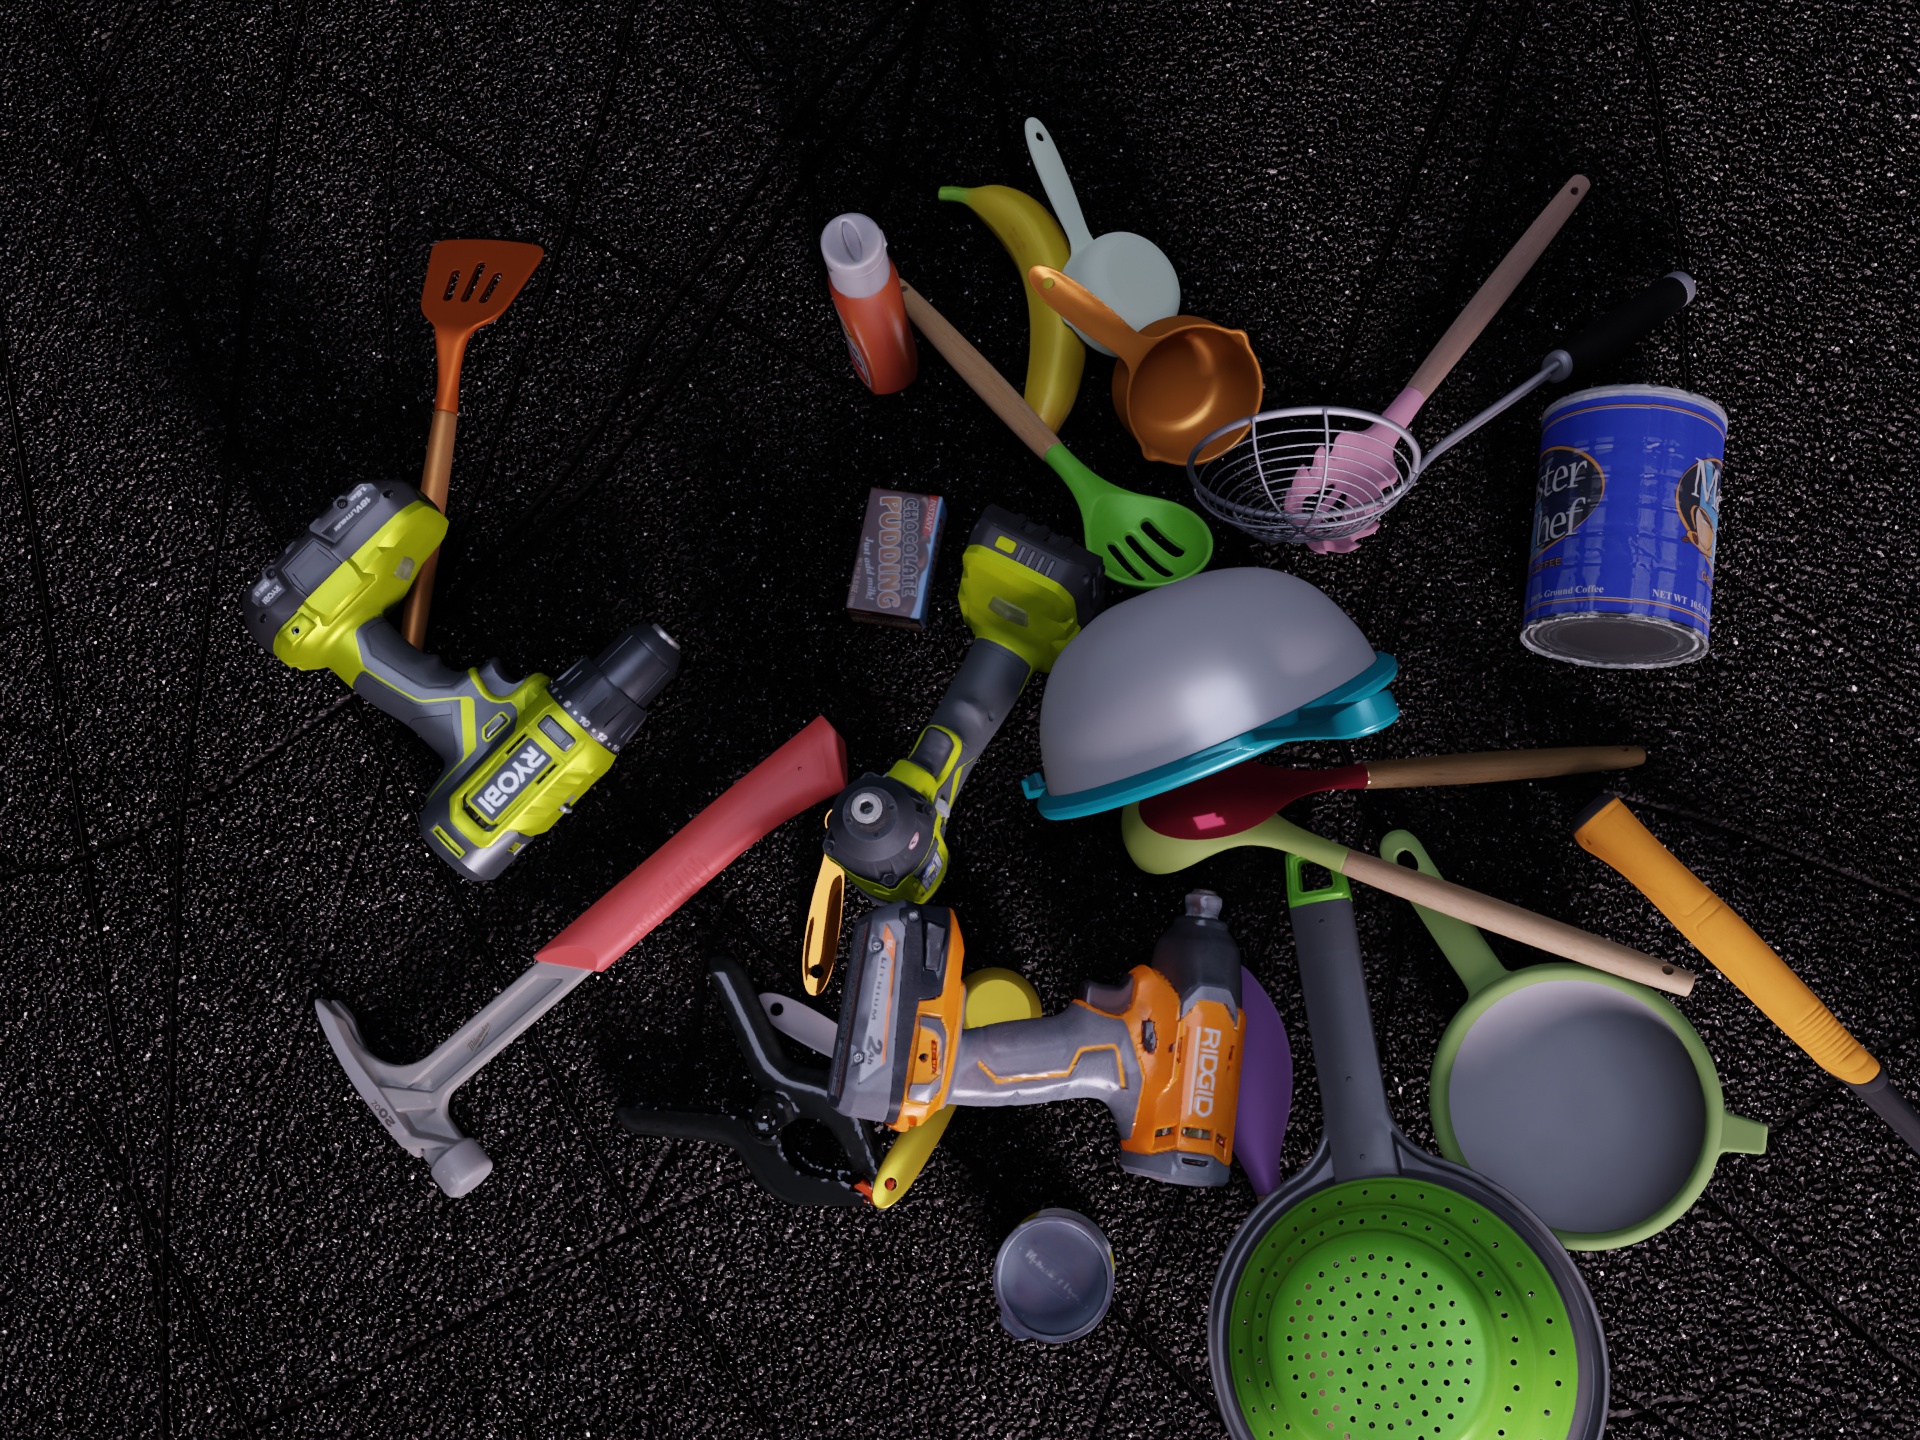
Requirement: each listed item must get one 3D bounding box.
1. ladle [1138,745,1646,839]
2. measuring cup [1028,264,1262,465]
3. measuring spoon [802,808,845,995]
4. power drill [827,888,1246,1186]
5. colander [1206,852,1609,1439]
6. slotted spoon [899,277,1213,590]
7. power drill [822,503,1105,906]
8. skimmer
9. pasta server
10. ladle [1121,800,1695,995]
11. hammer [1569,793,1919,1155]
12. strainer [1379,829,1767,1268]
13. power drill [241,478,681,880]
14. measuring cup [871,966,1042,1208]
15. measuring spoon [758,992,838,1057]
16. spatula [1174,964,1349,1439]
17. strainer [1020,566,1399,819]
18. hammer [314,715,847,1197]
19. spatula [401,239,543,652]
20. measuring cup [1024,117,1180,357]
[{"bbox_3d":[0.253,0.032,0.909,0.315,0.031,0.069,-4,33,-14],"label":"ladle"},{"bbox_3d":[0.105,-0.228,0.975,0.173,0.052,0.095,32,104,-21],"label":"measuring cup"},{"bbox_3d":[-0.081,0.111,0.980,0.021,0.011,0.117,7,82,8],"label":"measuring spoon"},{"bbox_3d":[0.051,0.162,0.887,0.226,0.084,0.164,11,78,-10],"label":"power drill"},{"bbox_3d":[0.211,0.244,0.836,0.204,0.094,0.397,-13,65,18],"label":"colander"},{"bbox_3d":[0.045,-0.184,0.994,0.070,0.031,0.314,-32,62,-14],"label":"slotted spoon"},{"bbox_3d":[-0.001,-0.003,0.916,0.080,0.171,0.223,27,78,11],"label":"power drill"},{"bbox_3d":[0.296,-0.206,0.943,0.363,0.127,0.090,-33,81,-21],"label":"skimmer"},{"bbox_3d":[0.305,-0.228,1.001,0.060,0.040,0.316,39,82,0],"label":"pasta server"},{"bbox_3d":[0.241,0.095,0.893,0.320,0.062,0.078,20,56,20],"label":"ladle"},{"bbox_3d":[0.466,0.169,0.862,0.034,0.127,0.337,-39,71,-5],"label":"hammer"},{"bbox_3d":[0.320,0.172,0.902,0.151,0.069,0.257,-40,57,19],"label":"strainer"},{"bbox_3d":[-0.307,-0.041,0.992,0.228,0.080,0.190,44,86,2],"label":"power drill"},{"bbox_3d":[-0.005,0.212,0.920,0.062,0.029,0.156,33,69,2],"label":"measuring cup"},{"bbox_3d":[-0.070,0.197,0.957,0.124,0.018,0.034,26,72,18],"label":"measuring spoon"},{"bbox_3d":[0.185,0.294,0.904,0.060,0.018,0.316,-13,75,2],"label":"spatula"},{"bbox_3d":[0.132,-0.030,0.813,0.211,0.340,0.095,-24,91,-7],"label":"strainer"},{"bbox_3d":[-0.218,0.118,0.977,0.359,0.036,0.149,-41,77,-4],"label":"hammer"},{"bbox_3d":[-0.344,-0.179,1.067,0.081,0.041,0.323,5,82,7],"label":"spatula"},{"bbox_3d":[0.086,-0.315,1.014,0.083,0.038,0.167,-25,91,-31],"label":"measuring cup"}]
